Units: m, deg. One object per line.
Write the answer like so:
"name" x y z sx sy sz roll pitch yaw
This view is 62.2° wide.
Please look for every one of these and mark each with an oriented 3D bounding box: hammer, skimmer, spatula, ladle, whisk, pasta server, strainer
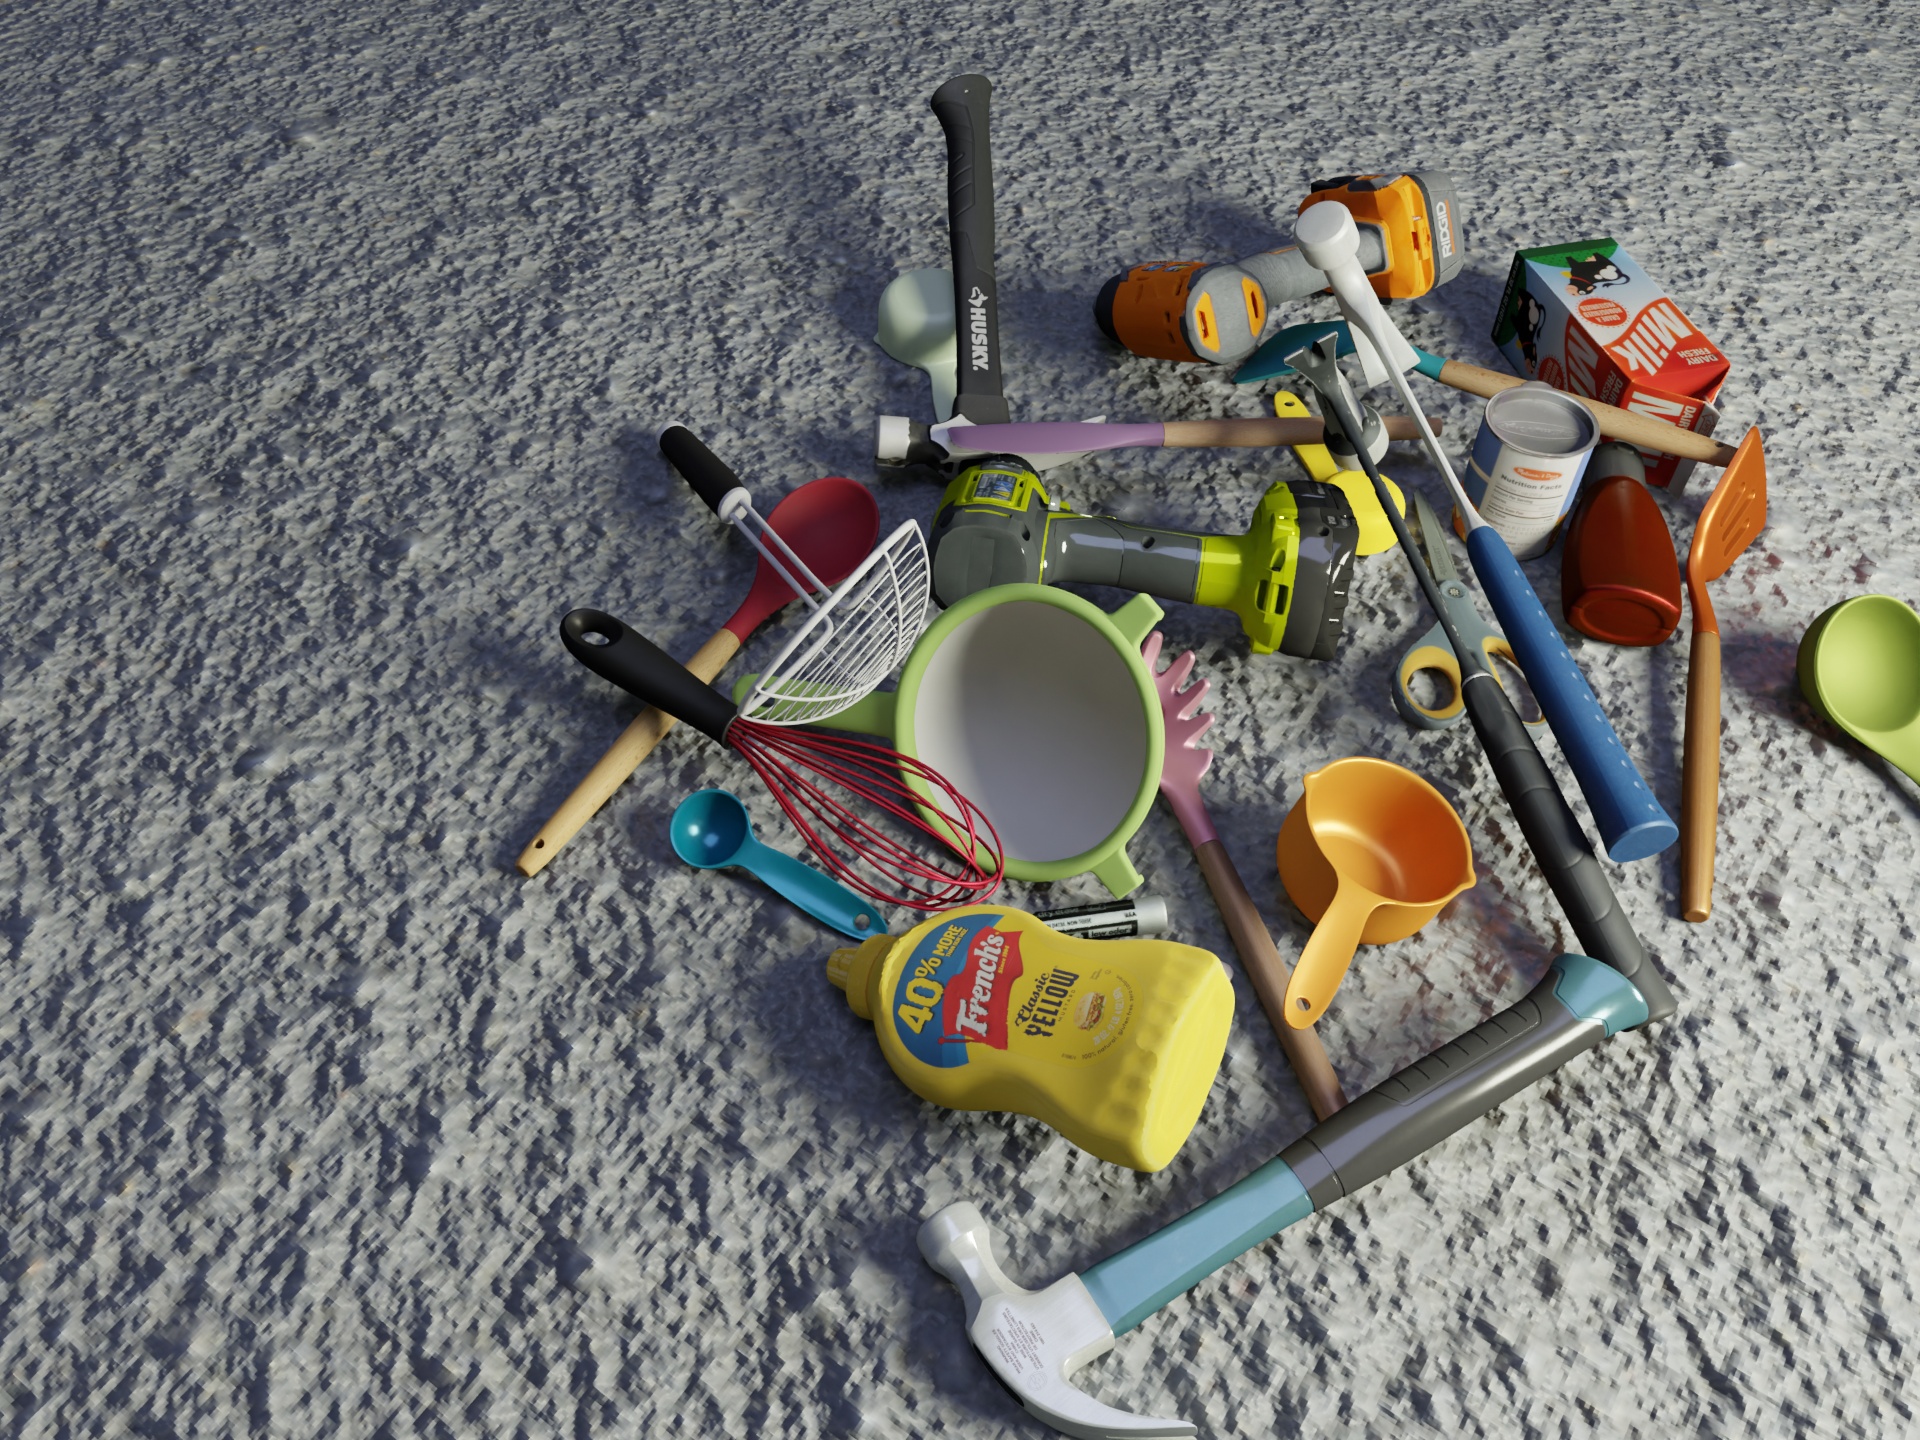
"hammer" 0.282 -0.105 0.868 0.035 0.143 0.406 -27 57 18
"skimmer" -0.122 -0.111 0.873 0.127 0.090 0.364 -48 41 4
"spatula" 0.422 -0.027 0.881 0.041 0.080 0.323 -2 50 30
"ladle" -0.144 -0.030 0.895 0.069 0.031 0.315 25 56 17
"whisk" -0.101 0.014 0.824 0.296 0.073 0.073 31 56 23
"pasta server" 0.137 0.081 0.795 0.060 0.040 0.317 0 48 -25
"ladle" 0.533 0.065 0.799 0.078 0.062 0.321 -11 53 -13
"hammer" 0.014 -0.307 1.072 0.146 0.035 0.335 2 63 -7
"strainer" -0.001 -0.003 0.847 0.256 0.151 0.069 8 11 29
"hammer" 0.265 -0.032 0.829 0.036 0.149 0.409 -27 62 17
"spatula" 0.150 -0.177 0.986 0.316 0.018 0.060 -3 27 -10
"spatula" 0.333 -0.208 1.018 0.318 0.044 0.082 25 51 25
"hammer" 0.154 0.191 0.684 0.331 0.033 0.128 -27 56 -13

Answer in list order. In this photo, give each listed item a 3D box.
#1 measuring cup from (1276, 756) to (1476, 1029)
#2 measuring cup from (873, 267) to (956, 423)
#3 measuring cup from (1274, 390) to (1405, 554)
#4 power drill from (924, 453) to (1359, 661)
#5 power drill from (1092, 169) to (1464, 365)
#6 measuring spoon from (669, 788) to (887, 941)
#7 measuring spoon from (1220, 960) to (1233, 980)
"measuring cup" 0.181 0.093 0.762 0.095 0.052 0.174 32 51 8
"measuring cup" -0.013 -0.249 1.072 0.083 0.038 0.168 -6 48 -6
"measuring cup" 0.233 -0.168 1.010 0.062 0.029 0.157 -11 52 -9
"power drill" 0.099 -0.104 0.906 0.228 0.080 0.191 8 23 4
"power drill" 0.205 -0.304 1.079 0.226 0.084 0.164 -24 24 -18
"measuring spoon" -0.091 0.079 0.812 0.129 0.021 0.042 30 79 12
"measuring spoon" 0.072 0.123 0.770 0.124 0.018 0.034 -4 49 -3
